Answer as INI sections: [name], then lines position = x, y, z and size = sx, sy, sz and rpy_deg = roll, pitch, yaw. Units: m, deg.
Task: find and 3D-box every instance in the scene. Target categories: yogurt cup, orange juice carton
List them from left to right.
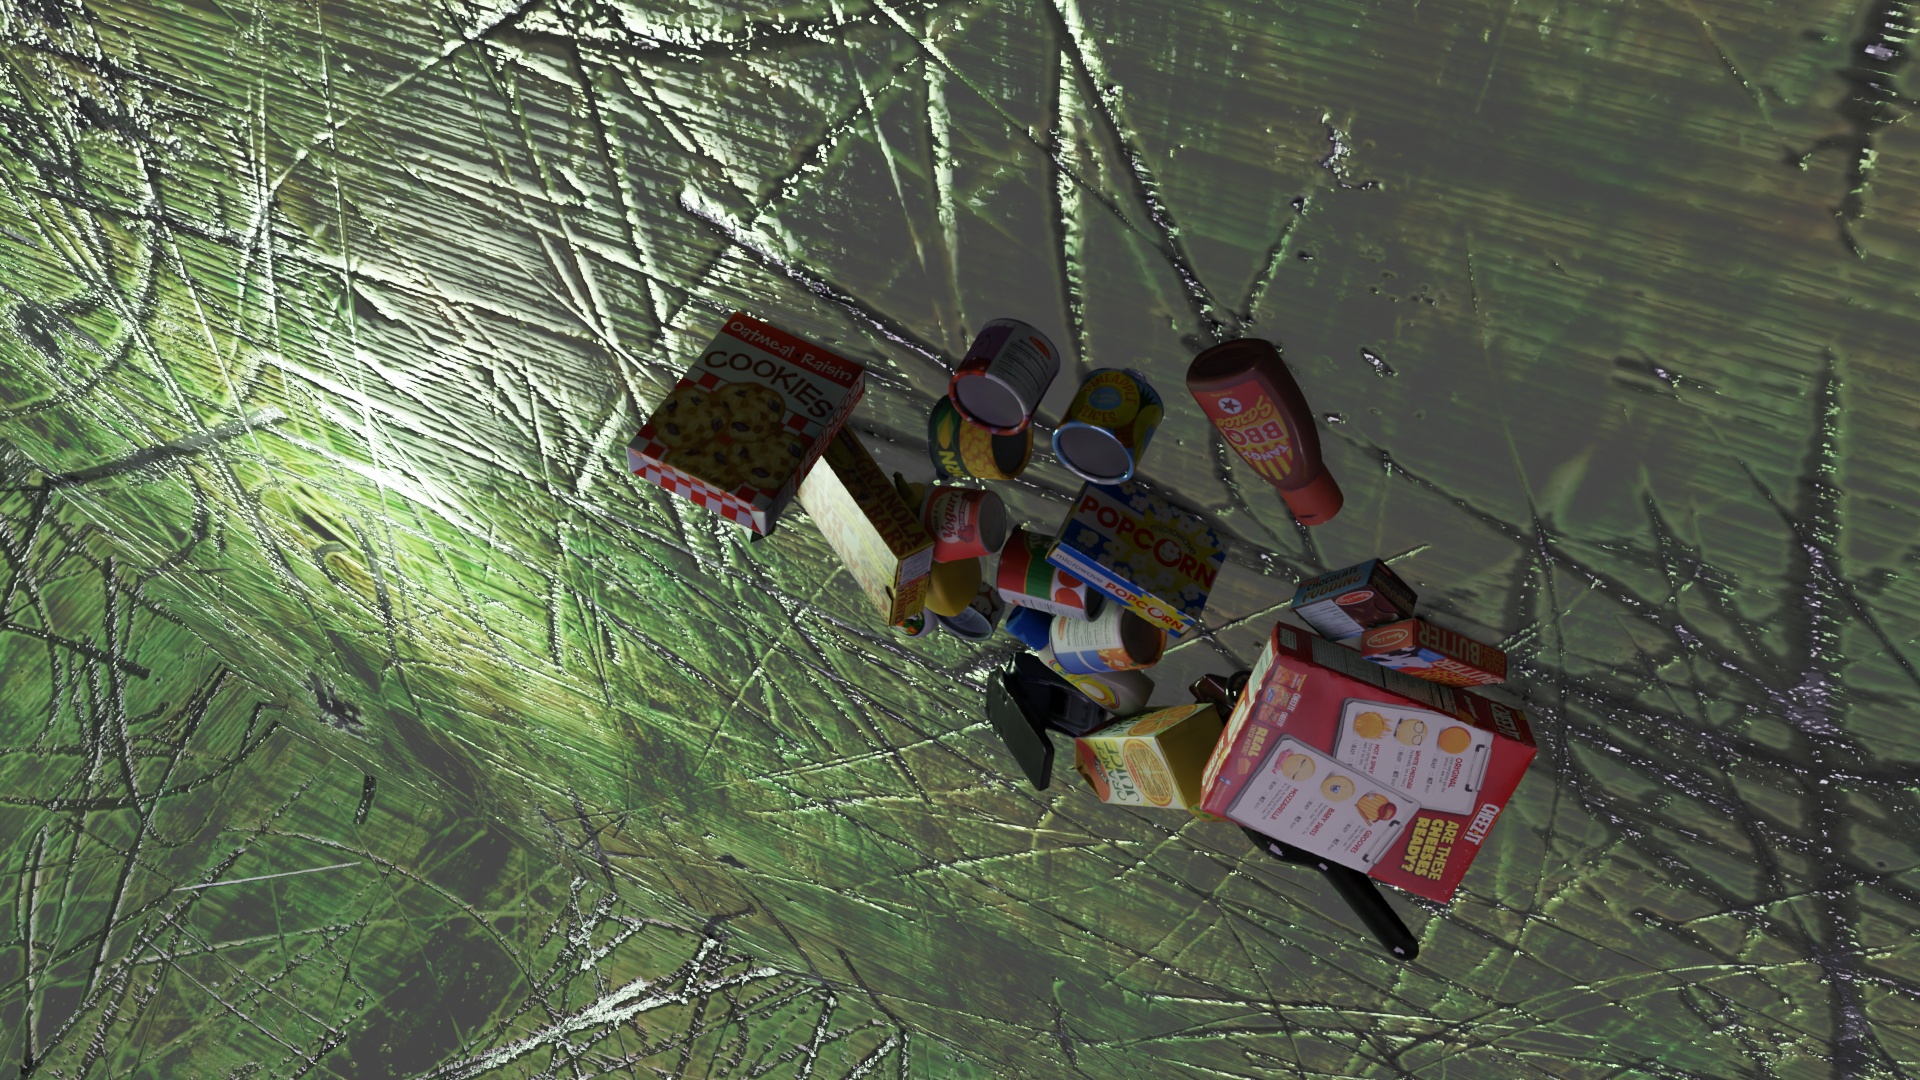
[yogurt cup]
position = 0.004, -0.015, 1.198
size = 0.054, 0.073, 0.072
rpy_deg = -2, 138, 29
[orange juice carton]
position = 0.174, 0.203, 1.311
size = 0.192, 0.072, 0.073
rpy_deg = -19, 95, 65

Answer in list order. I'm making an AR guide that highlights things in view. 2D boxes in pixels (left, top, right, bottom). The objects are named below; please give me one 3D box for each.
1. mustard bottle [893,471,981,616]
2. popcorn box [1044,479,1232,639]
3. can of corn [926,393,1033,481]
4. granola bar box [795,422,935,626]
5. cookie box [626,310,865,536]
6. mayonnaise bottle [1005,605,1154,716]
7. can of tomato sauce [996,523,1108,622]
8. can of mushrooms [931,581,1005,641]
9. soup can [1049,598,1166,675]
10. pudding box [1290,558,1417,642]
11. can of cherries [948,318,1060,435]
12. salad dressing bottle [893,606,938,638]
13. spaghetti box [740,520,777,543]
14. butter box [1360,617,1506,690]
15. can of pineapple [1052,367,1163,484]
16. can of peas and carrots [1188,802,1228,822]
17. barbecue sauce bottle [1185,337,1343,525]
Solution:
[mustard bottle]
position = -0.030, -0.004, 1.247
size = 0.049, 0.065, 0.159
rpy_deg = 11, 139, 38
[popcorn box]
position = 0.140, 0.008, 1.093
size = 0.127, 0.085, 0.038
rpy_deg = 31, 149, -2
[can of corn]
position = 0.016, -0.079, 1.083
size = 0.058, 0.071, 0.071
rpy_deg = 5, 142, 34
[granola bar box]
position = -0.088, -0.021, 1.214
size = 0.166, 0.039, 0.123
rpy_deg = 53, 157, 22
[cookie box]
position = -0.169, -0.097, 1.115
size = 0.123, 0.168, 0.040
rpy_deg = 25, 147, 8
[mayonnaise bottle]
position = 0.110, 0.111, 1.318
size = 0.148, 0.041, 0.064
rpy_deg = 36, 153, -12
[can of tomato sauce]
position = 0.083, 0.028, 1.195
size = 0.083, 0.071, 0.071
rpy_deg = 13, 146, 25
[can of mushrooms]
position = 0.006, 0.064, 1.343
size = 0.071, 0.033, 0.070
rpy_deg = 21, 150, 13
[soup can]
position = 0.134, 0.085, 1.236
size = 0.083, 0.072, 0.071
rpy_deg = -12, 131, 48
[pudding box]
position = 0.303, 0.048, 1.071
size = 0.049, 0.030, 0.083
rpy_deg = 40, 148, -16
[can of cherries]
position = 0.031, -0.119, 1.022
size = 0.071, 0.059, 0.071
rpy_deg = 21, 148, 14
[salad dressing bottle]
position = -0.062, 0.035, 1.347
size = 0.064, 0.044, 0.147
rpy_deg = 12, 146, 31
[spaghetti box]
position = -0.181, -0.067, 1.272
size = 0.050, 0.029, 0.249
rpy_deg = 59, 157, 13
[butter box]
position = 0.360, 0.087, 1.055
size = 0.103, 0.024, 0.053
rpy_deg = 19, 157, -26
[can of pineapple]
position = 0.107, -0.084, 1.011
size = 0.071, 0.058, 0.070
rpy_deg = 21, 149, 14
[can of peas and carrots]
position = 0.247, 0.235, 1.364
size = 0.071, 0.071, 0.058
rpy_deg = 17, 148, 20
[barbecue sauce bottle]
position = 0.216, -0.072, 0.952
size = 0.065, 0.044, 0.148
rpy_deg = -6, 135, 43
